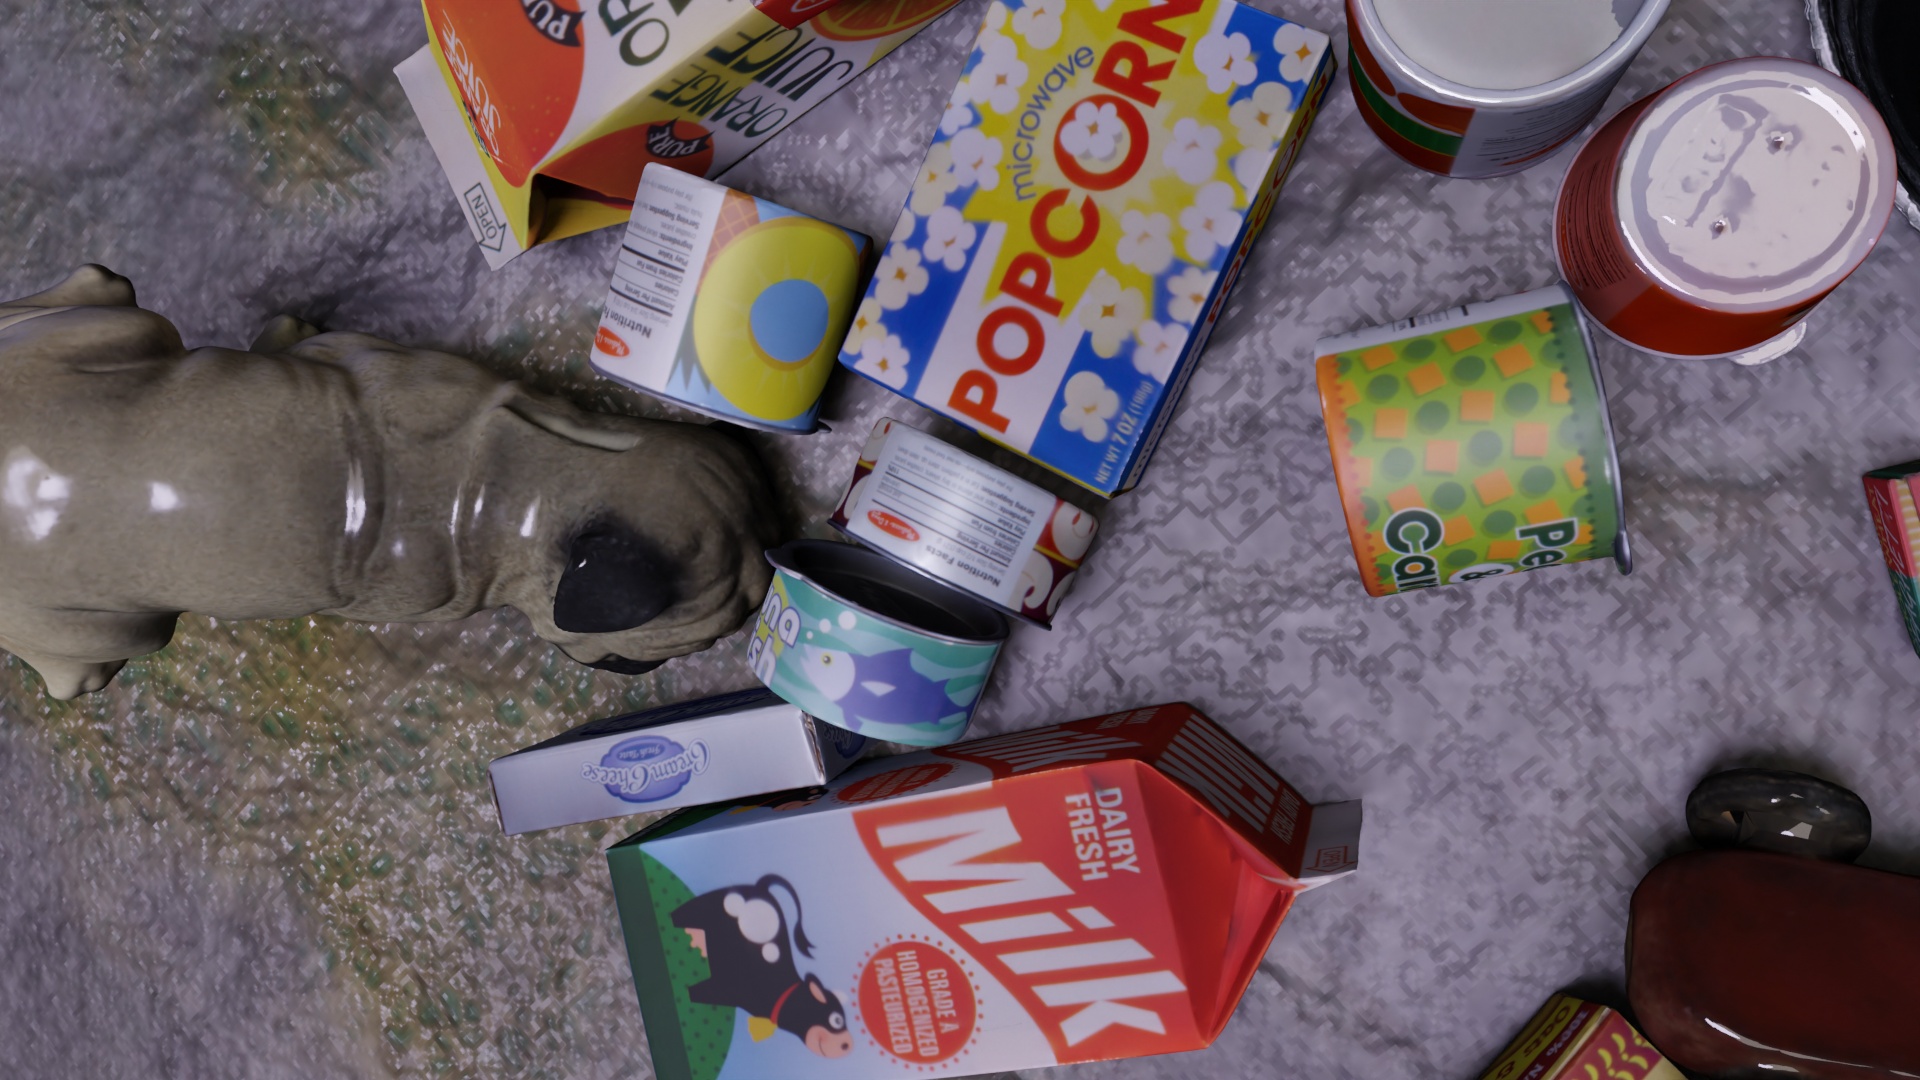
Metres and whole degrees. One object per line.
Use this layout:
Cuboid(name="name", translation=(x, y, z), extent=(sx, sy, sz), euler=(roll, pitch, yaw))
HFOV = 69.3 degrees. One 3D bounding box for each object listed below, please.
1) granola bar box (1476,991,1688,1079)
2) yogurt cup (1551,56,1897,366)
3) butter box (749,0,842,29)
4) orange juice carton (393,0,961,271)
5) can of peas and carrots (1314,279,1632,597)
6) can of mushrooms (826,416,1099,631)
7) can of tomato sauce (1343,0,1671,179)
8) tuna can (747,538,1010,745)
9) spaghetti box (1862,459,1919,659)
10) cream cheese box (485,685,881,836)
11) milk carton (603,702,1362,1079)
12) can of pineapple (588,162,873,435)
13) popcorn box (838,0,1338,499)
Cuboid(name="granola bar box", translation=(0.140, 0.213, 0.327), extent=(0.166, 0.039, 0.124), euler=(-44, 80, -8))
Cuboid(name="yogurt cup", translation=(0.175, -0.077, 0.318), extent=(0.072, 0.054, 0.072), euler=(1, 94, 17))
Cuboid(name="butter box", translation=(-0.040, -0.175, 0.313), extent=(0.053, 0.024, 0.103), euler=(-24, 87, 17))
Cuboid(name="orange juice carton", translation=(-0.072, -0.154, 0.378), extent=(0.192, 0.073, 0.072), euler=(-30, 85, 17))
Cuboid(name="can of peas and carrots", translation=(0.120, -0.021, 0.332), extent=(0.058, 0.071, 0.071), euler=(-12, 91, 18))
Cuboid(name="can of mushrooms", translation=(0.001, -0.005, 0.371), extent=(0.071, 0.071, 0.033), euler=(25, 91, 14))
Cuboid(name="can of tomato sauce", translation=(0.120, -0.124, 0.316), extent=(0.071, 0.083, 0.071), euler=(1, 95, 17))
Cuboid(name="tuna can", translation=(-0.025, 0.026, 0.378), extent=(0.071, 0.071, 0.032), euler=(24, 102, 14))
Cuboid(name="spaghetti box", translation=(0.331, -0.024, 0.287), extent=(0.250, 0.029, 0.050), euler=(-16, 90, 17))
Cuboid(name="cream cheese box", translation=(-0.078, 0.061, 0.406), extent=(0.104, 0.053, 0.024), euler=(-12, 93, 17))
Cuboid(name="milk carton", translation=(0.011, 0.093, 0.371), extent=(0.190, 0.072, 0.073), euler=(-13, 90, 17))
Cuboid(name="can of pineapple", translation=(-0.062, -0.066, 0.386), extent=(0.071, 0.071, 0.057), euler=(22, 100, 14))
Cuboid(name="popcorn box", translation=(0.033, -0.085, 0.369), extent=(0.085, 0.038, 0.126), euler=(28, 101, 14))
